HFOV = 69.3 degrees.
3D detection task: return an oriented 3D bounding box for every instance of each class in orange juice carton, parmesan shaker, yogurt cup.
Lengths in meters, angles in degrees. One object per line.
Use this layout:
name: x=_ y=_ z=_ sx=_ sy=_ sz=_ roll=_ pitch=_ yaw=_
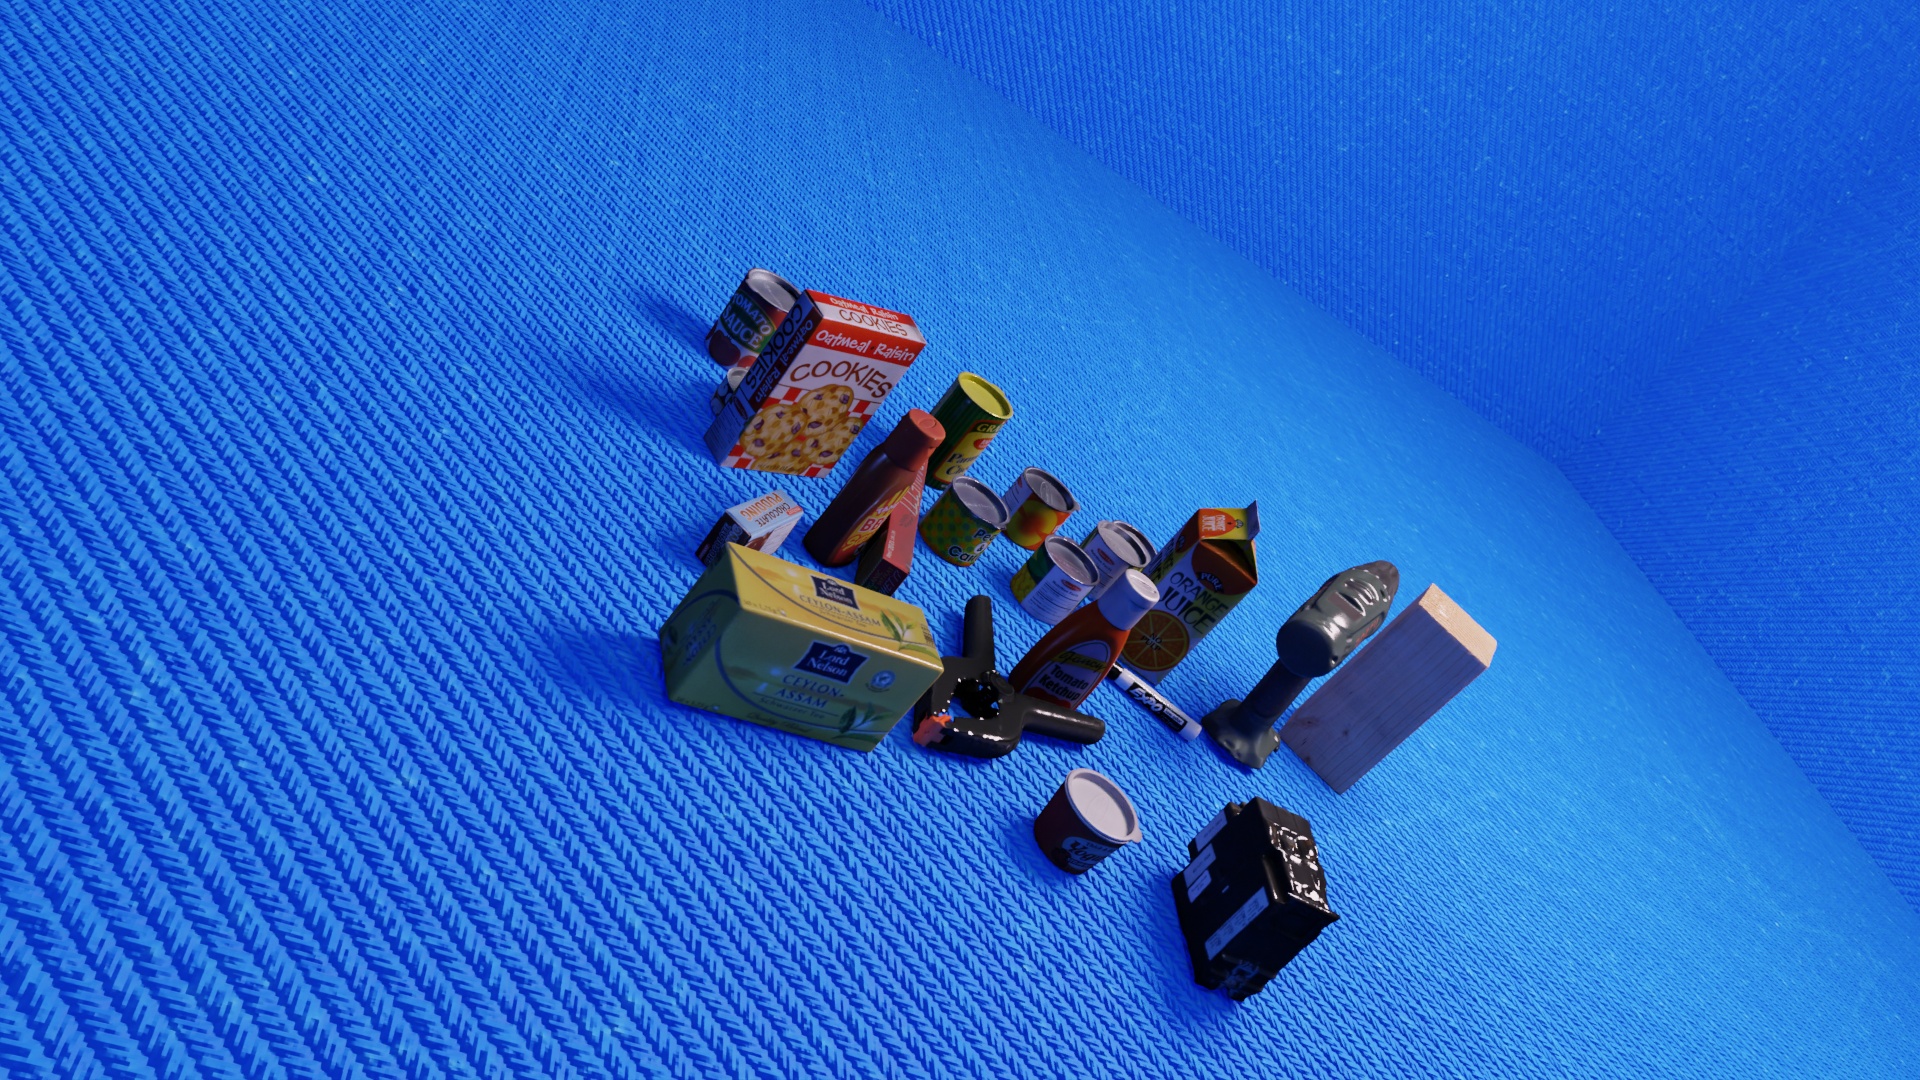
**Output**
orange juice carton: x=0.222 y=0.041 z=1.331 sx=0.073 sy=0.192 sz=0.072 roll=36 pitch=26 yaw=-8
parmesan shaker: x=-0.003 y=-0.107 z=1.373 sx=0.071 sy=0.102 sz=0.072 roll=31 pitch=28 yaw=-18
yogurt cup: x=0.092 y=0.215 z=1.051 sx=0.072 sy=0.053 sz=0.073 roll=30 pitch=28 yaw=-18

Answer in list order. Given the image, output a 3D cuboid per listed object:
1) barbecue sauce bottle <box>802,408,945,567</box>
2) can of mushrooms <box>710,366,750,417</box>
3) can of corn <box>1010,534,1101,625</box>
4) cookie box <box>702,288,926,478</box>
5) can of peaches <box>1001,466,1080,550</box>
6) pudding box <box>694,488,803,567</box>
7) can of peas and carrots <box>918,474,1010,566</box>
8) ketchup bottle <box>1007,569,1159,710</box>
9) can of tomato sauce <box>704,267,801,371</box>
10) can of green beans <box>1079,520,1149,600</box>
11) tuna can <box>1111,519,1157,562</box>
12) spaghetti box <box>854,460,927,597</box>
barbecue sauce bottle: x=-0.069 y=-0.043 z=1.140 sx=0.044 sy=0.148 sz=0.065 roll=45 pitch=27 yaw=11
can of mushrooms: x=-0.187 y=-0.122 z=1.239 sx=0.071 sy=0.033 sz=0.071 roll=30 pitch=28 yaw=-18
can of corn: x=0.090 y=0.036 z=1.319 sx=0.071 sy=0.058 sz=0.071 roll=30 pitch=28 yaw=-18
cookie box: x=-0.124 y=-0.130 z=1.182 sx=0.123 sy=0.166 sz=0.040 roll=5 pitch=42 yaw=-49
can of peaches: x=0.076 y=-0.031 z=1.406 sx=0.071 sy=0.057 sz=0.071 roll=30 pitch=28 yaw=-18
pudding box: x=-0.162 y=-0.006 z=1.074 sx=0.030 sy=0.049 sz=0.084 roll=44 pitch=27 yaw=8
can of peas and carrots: x=0.005 y=-0.016 z=1.292 sx=0.071 sy=0.058 sz=0.071 roll=30 pitch=28 yaw=-18
ketchup bottle: x=0.106 y=0.086 z=1.162 sx=0.064 sy=0.148 sz=0.044 roll=29 pitch=28 yaw=-21
can of tomato sauce: x=-0.192 y=-0.202 z=1.301 sx=0.071 sy=0.082 sz=0.071 roll=31 pitch=28 yaw=-18
can of green beans: x=0.149 y=0.023 z=1.417 sx=0.071 sy=0.057 sz=0.071 roll=30 pitch=28 yaw=-18
tuna can: x=0.179 y=0.013 z=1.497 sx=0.071 sy=0.032 sz=0.071 roll=30 pitch=28 yaw=-18
spaghetti box: x=-0.059 y=-0.026 z=1.236 sx=0.028 sy=0.050 sz=0.251 roll=32 pitch=27 yaw=-15
